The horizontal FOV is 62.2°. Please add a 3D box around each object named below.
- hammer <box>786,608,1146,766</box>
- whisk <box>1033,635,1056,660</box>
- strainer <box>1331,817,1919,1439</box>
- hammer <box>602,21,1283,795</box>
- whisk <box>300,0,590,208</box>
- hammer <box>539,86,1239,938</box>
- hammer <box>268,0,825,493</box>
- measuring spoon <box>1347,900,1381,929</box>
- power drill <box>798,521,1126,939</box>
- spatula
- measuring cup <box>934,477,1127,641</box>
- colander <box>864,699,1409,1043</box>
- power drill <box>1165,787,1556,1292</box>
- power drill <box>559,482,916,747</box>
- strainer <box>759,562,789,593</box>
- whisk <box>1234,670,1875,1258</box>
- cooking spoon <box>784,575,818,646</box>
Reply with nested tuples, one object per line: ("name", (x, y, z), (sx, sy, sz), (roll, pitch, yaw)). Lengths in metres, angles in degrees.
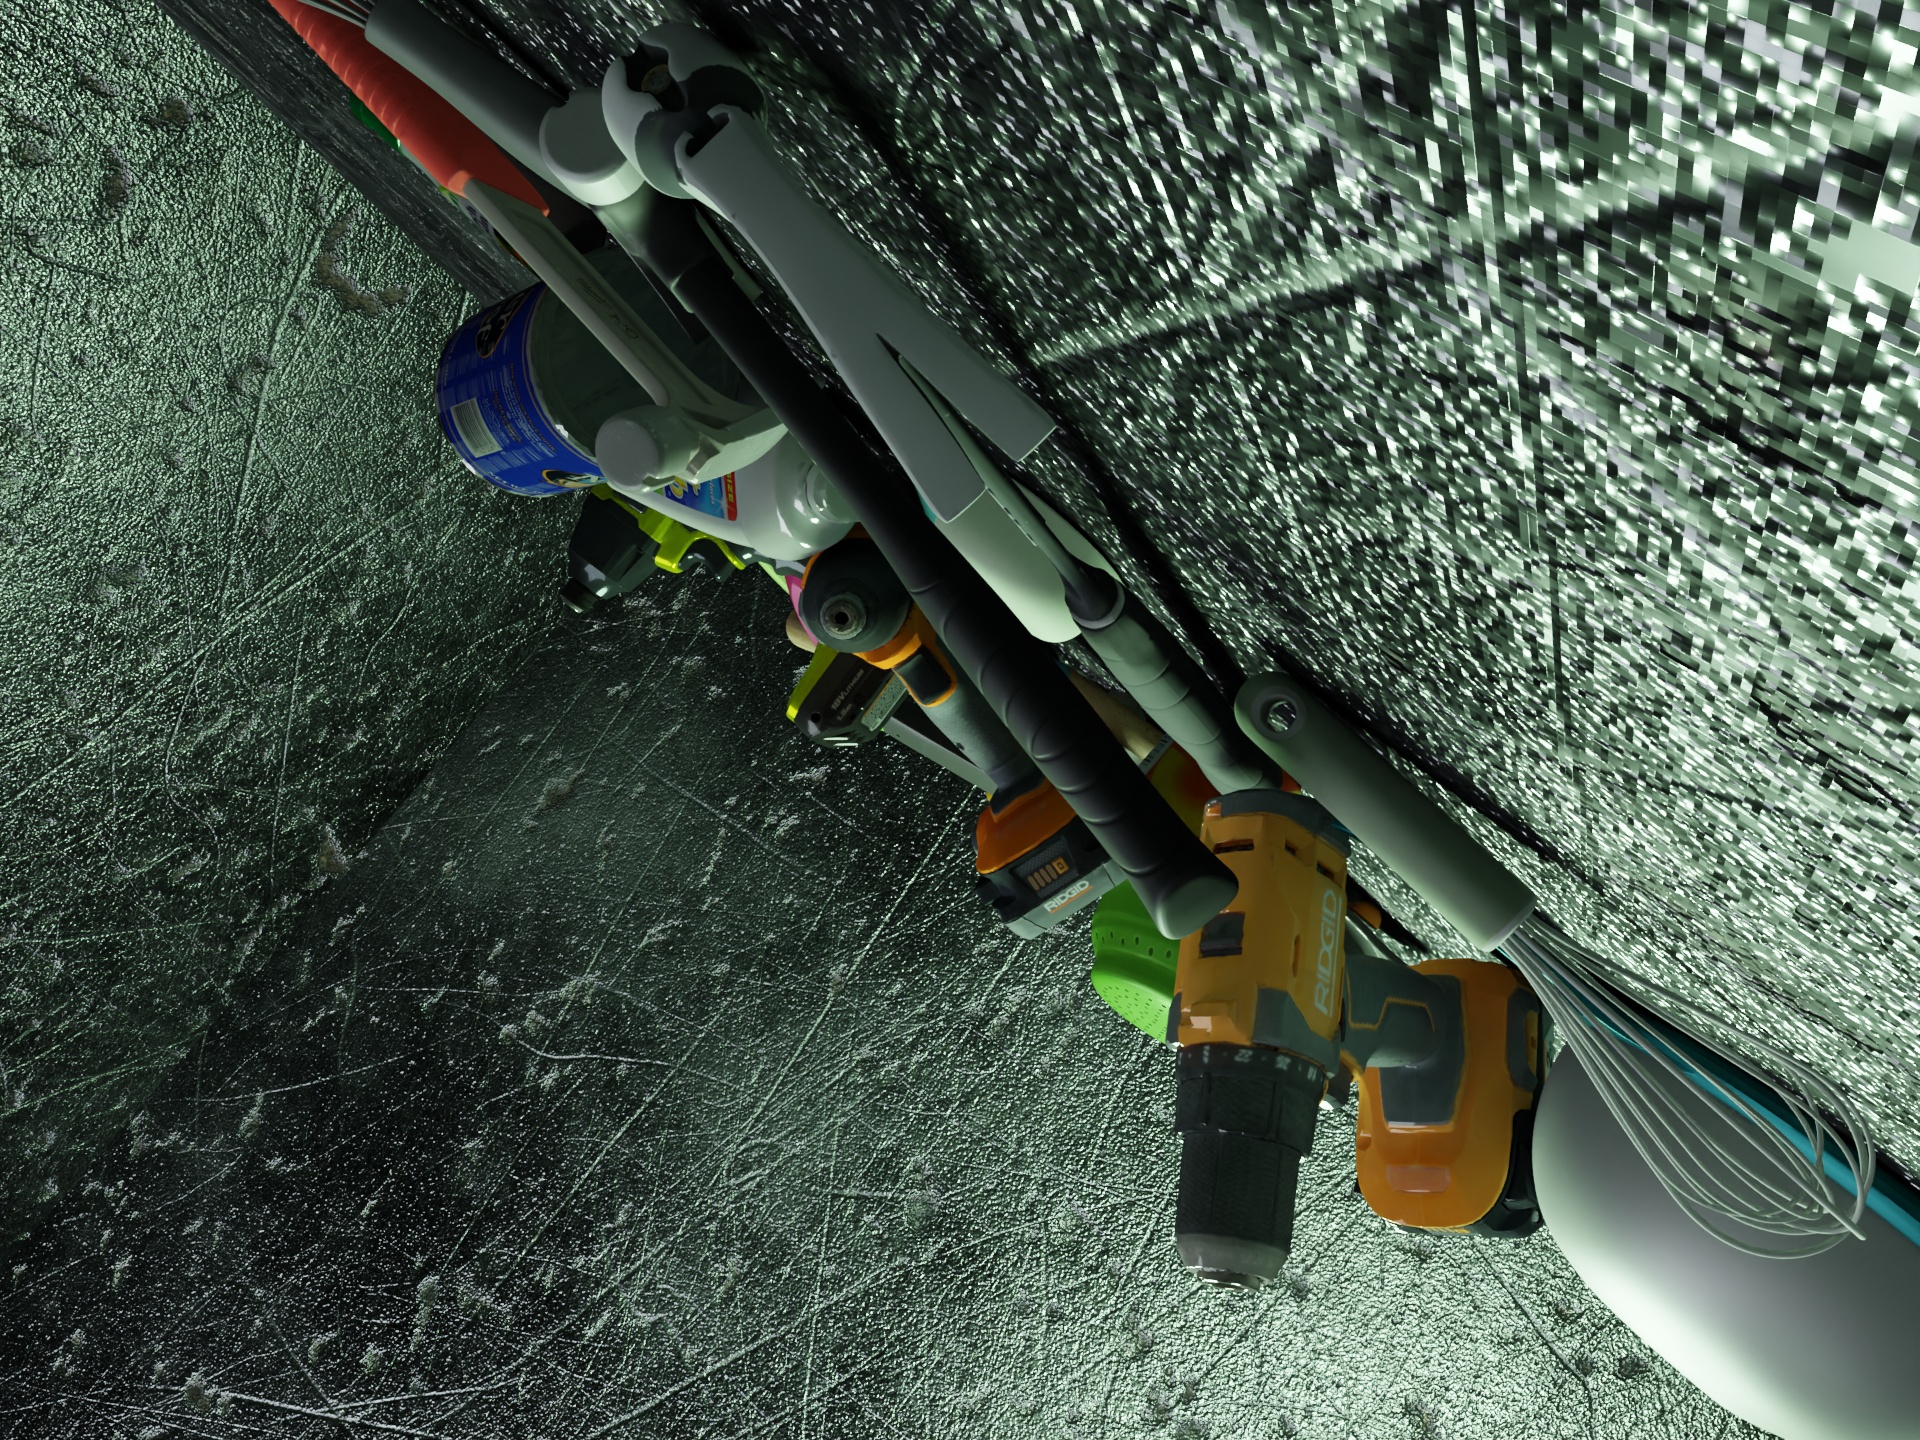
("hammer", (0.005, -0.014, 1.025), (0.331, 0.031, 0.129), (24, 159, 40))
("whisk", (0.071, 0.007, 1.092), (0.073, 0.073, 0.295), (40, 172, 26))
("strainer", (0.250, 0.167, 0.605), (0.340, 0.095, 0.211), (39, 178, -7))
("hammer", (0.041, -0.044, 0.512), (0.149, 0.036, 0.408), (53, -172, 32))
("whisk", (-0.211, -0.263, 0.590), (0.239, 0.055, 0.055), (36, 179, -8))
("hammer", (-0.018, -0.063, 0.554), (0.335, 0.035, 0.146), (52, -178, 7))
("hammer", (-0.209, -0.242, 0.652), (0.359, 0.036, 0.149), (47, -151, -1))
("measuring spoon", (0.208, 0.087, 0.936), (0.021, 0.011, 0.117), (43, -179, -41))
("power drill", (-0.001, -0.003, 0.825), (0.226, 0.084, 0.164), (54, -167, -8))
("spatula", (0.076, -0.017, 0.825), (0.317, 0.044, 0.082), (34, -165, -37))
("measuring cup", (0.026, -0.057, 0.670), (0.083, 0.038, 0.167), (40, 176, 7))
("colander", (0.076, 0.105, 0.971), (0.397, 0.094, 0.204), (30, 162, 9))
("power drill", (0.163, 0.153, 0.652), (0.084, 0.185, 0.226), (-12, 146, 40))
("power drill", (-0.122, -0.089, 0.962), (0.223, 0.171, 0.080), (37, 179, 11))
("strainer", (-0.041, -0.080, 1.146), (0.257, 0.069, 0.151), (34, 171, 29))
("whisk", (0.180, 0.070, 0.504), (0.246, 0.058, 0.059), (45, -172, 18))
("cooking spoon", (-0.135, -0.144, 1.027), (0.319, 0.017, 0.068), (55, 148, -1))
